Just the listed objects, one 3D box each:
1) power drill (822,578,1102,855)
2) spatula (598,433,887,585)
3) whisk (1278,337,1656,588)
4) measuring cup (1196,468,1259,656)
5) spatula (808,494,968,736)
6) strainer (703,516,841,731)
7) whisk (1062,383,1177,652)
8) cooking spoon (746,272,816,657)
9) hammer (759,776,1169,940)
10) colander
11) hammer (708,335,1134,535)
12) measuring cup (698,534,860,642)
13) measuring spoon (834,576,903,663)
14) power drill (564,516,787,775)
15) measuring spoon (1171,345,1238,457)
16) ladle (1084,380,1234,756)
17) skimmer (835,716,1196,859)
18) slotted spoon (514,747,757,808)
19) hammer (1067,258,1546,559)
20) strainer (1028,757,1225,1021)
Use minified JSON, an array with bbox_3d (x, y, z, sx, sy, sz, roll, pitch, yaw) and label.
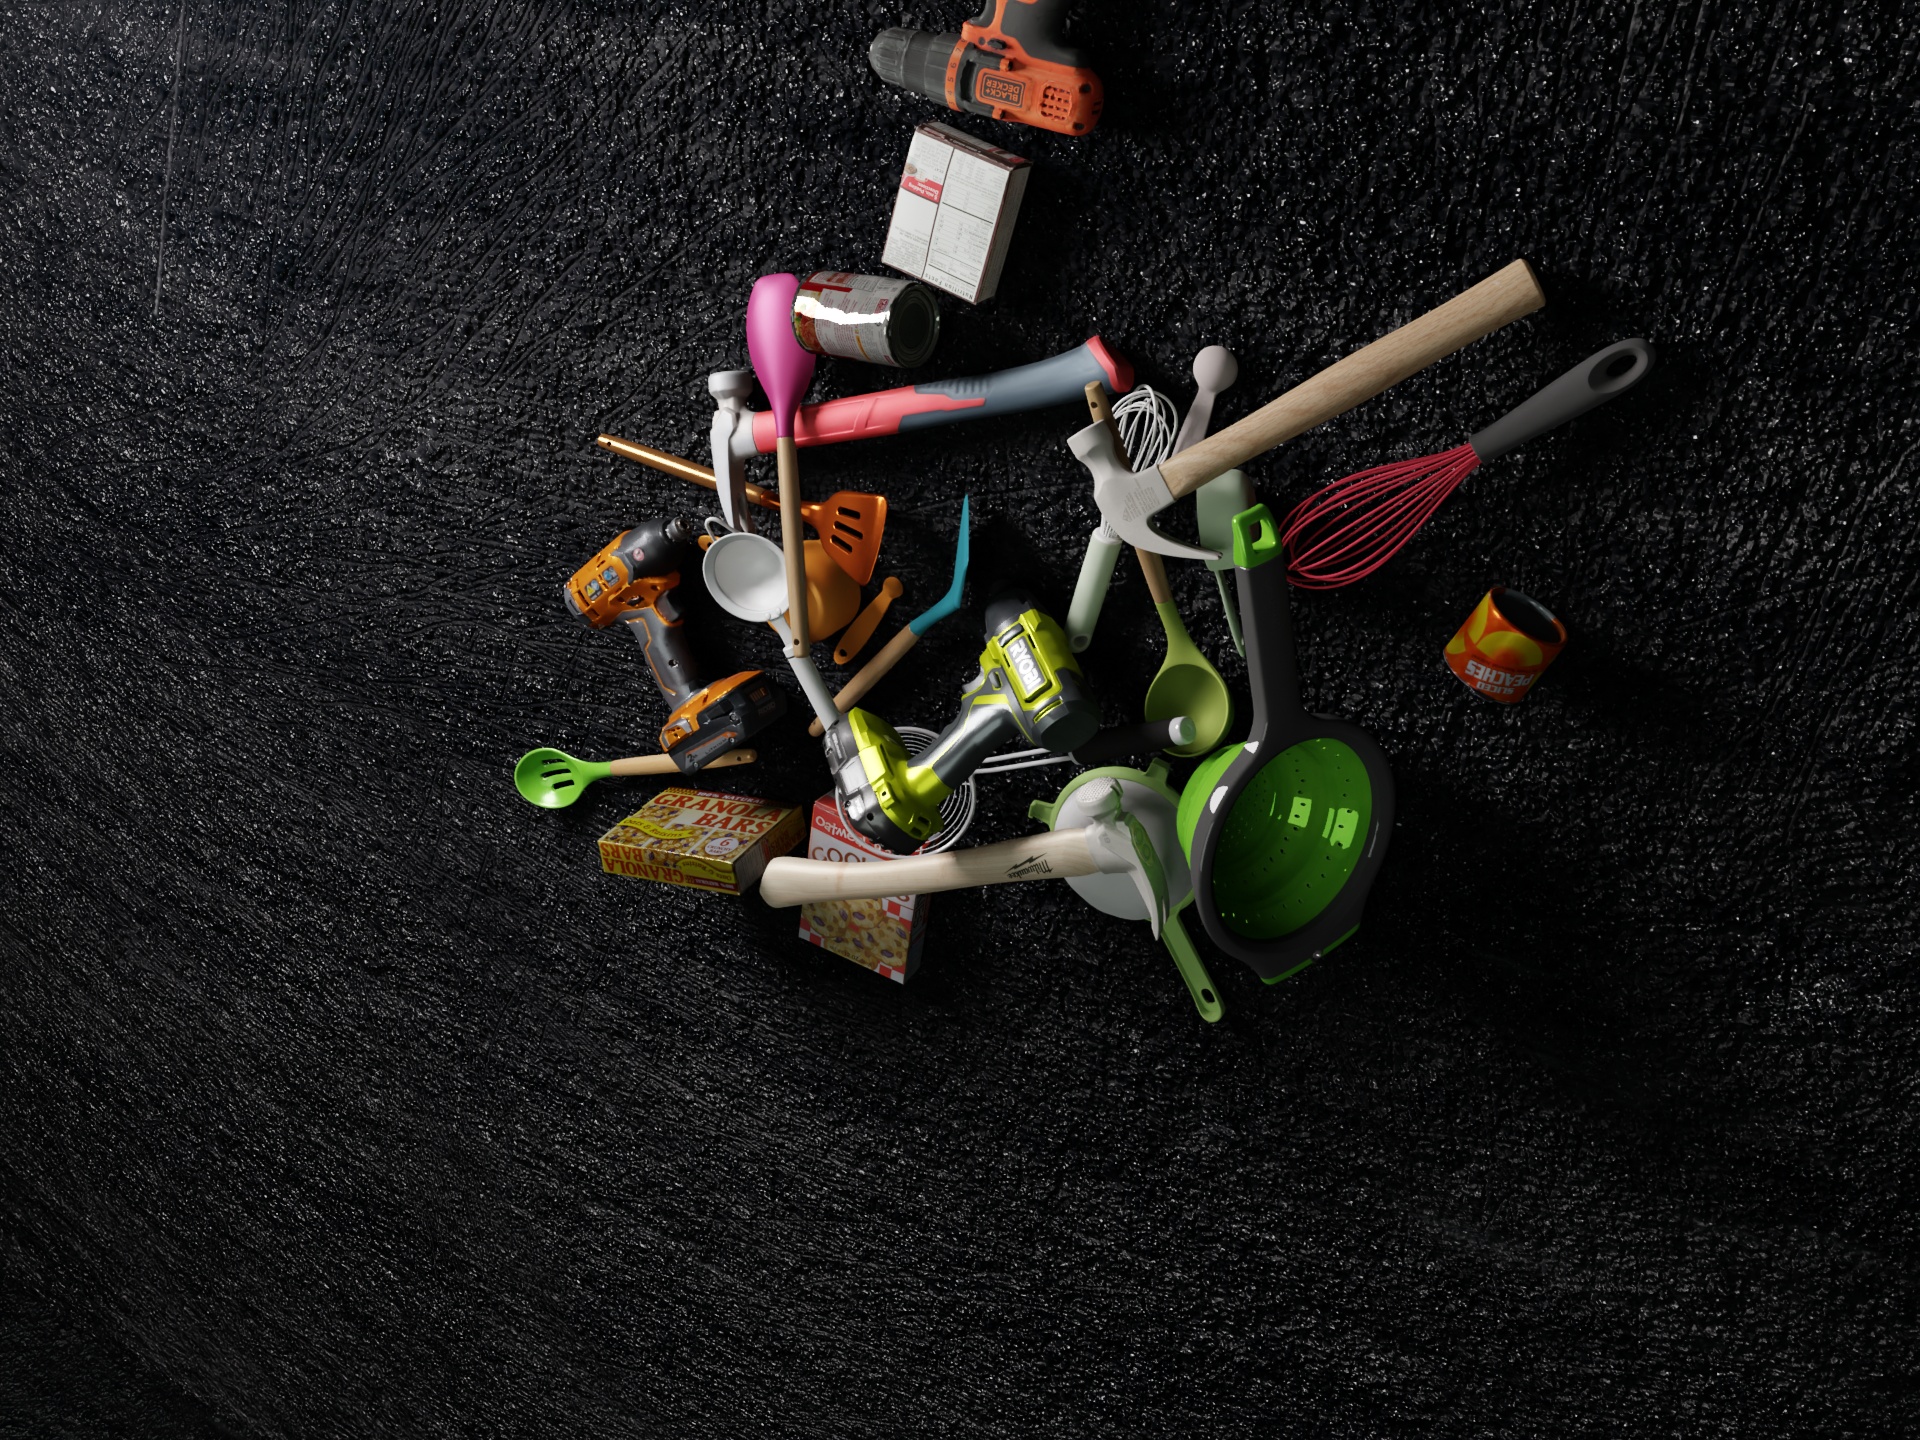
[{"bbox_3d":[-0.002,-0.004,1.332,0.223,0.080,0.171,-38,50,18],"label":"power drill"},{"bbox_3d":[-0.200,-0.207,1.428,0.323,0.041,0.081,21,107,21],"label":"spatula"},{"bbox_3d":[0.348,-0.179,1.121,0.296,0.073,0.073,-32,96,31],"label":"whisk"},{"bbox_3d":[0.217,-0.118,1.228,0.038,0.083,0.167,-6,127,20],"label":"measuring cup"},{"bbox_3d":[-0.062,-0.073,1.414,0.044,0.082,0.317,21,138,-26],"label":"spatula"},{"bbox_3d":[-0.150,-0.070,1.403,0.087,0.050,0.258,-19,107,27],"label":"strainer"},{"bbox_3d":[0.120,-0.155,1.272,0.057,0.059,0.246,1,129,-18],"label":"whisk"},{"bbox_3d":[-0.144,-0.211,1.333,0.069,0.017,0.319,0,98,27],"label":"cooking spoon"},{"bbox_3d":[-0.012,0.142,1.414,0.411,0.038,0.146,-10,117,35],"label":"hammer"},{"bbox_3d":[0.224,0.012,1.225,0.095,0.204,0.396,31,141,52],"label":"colander"},{"bbox_3d":[-0.041,-0.240,1.304,0.386,0.038,0.143,-3,95,29],"label":"hammer"},{"bbox_3d":[-0.178,-0.128,1.447,0.174,0.052,0.095,22,123,16],"label":"measuring cup"},{"bbox_3d":[-0.086,-0.088,1.442,0.021,0.011,0.117,43,128,4],"label":"measuring spoon"},{"bbox_3d":[-0.264,-0.078,1.509,0.164,0.084,0.226,-32,92,37],"label":"power drill"},{"bbox_3d":[0.179,-0.226,1.215,0.034,0.018,0.124,27,125,15],"label":"measuring spoon"},{"bbox_3d":[0.145,-0.110,1.235,0.078,0.062,0.319,1,127,37],"label":"ladle"},{"bbox_3d":[0.039,0.048,1.361,0.363,0.090,0.127,-12,107,47],"label":"skimmer"},{"bbox_3d":[-0.338,0.050,1.650,0.314,0.031,0.070,-6,111,30],"label":"slotted spoon"},{"bbox_3d":[0.246,-0.220,1.114,0.331,0.031,0.130,-27,96,20],"label":"hammer"},{"bbox_3d":[0.161,0.166,1.395,0.151,0.069,0.256,-22,101,36],"label":"strainer"}]
